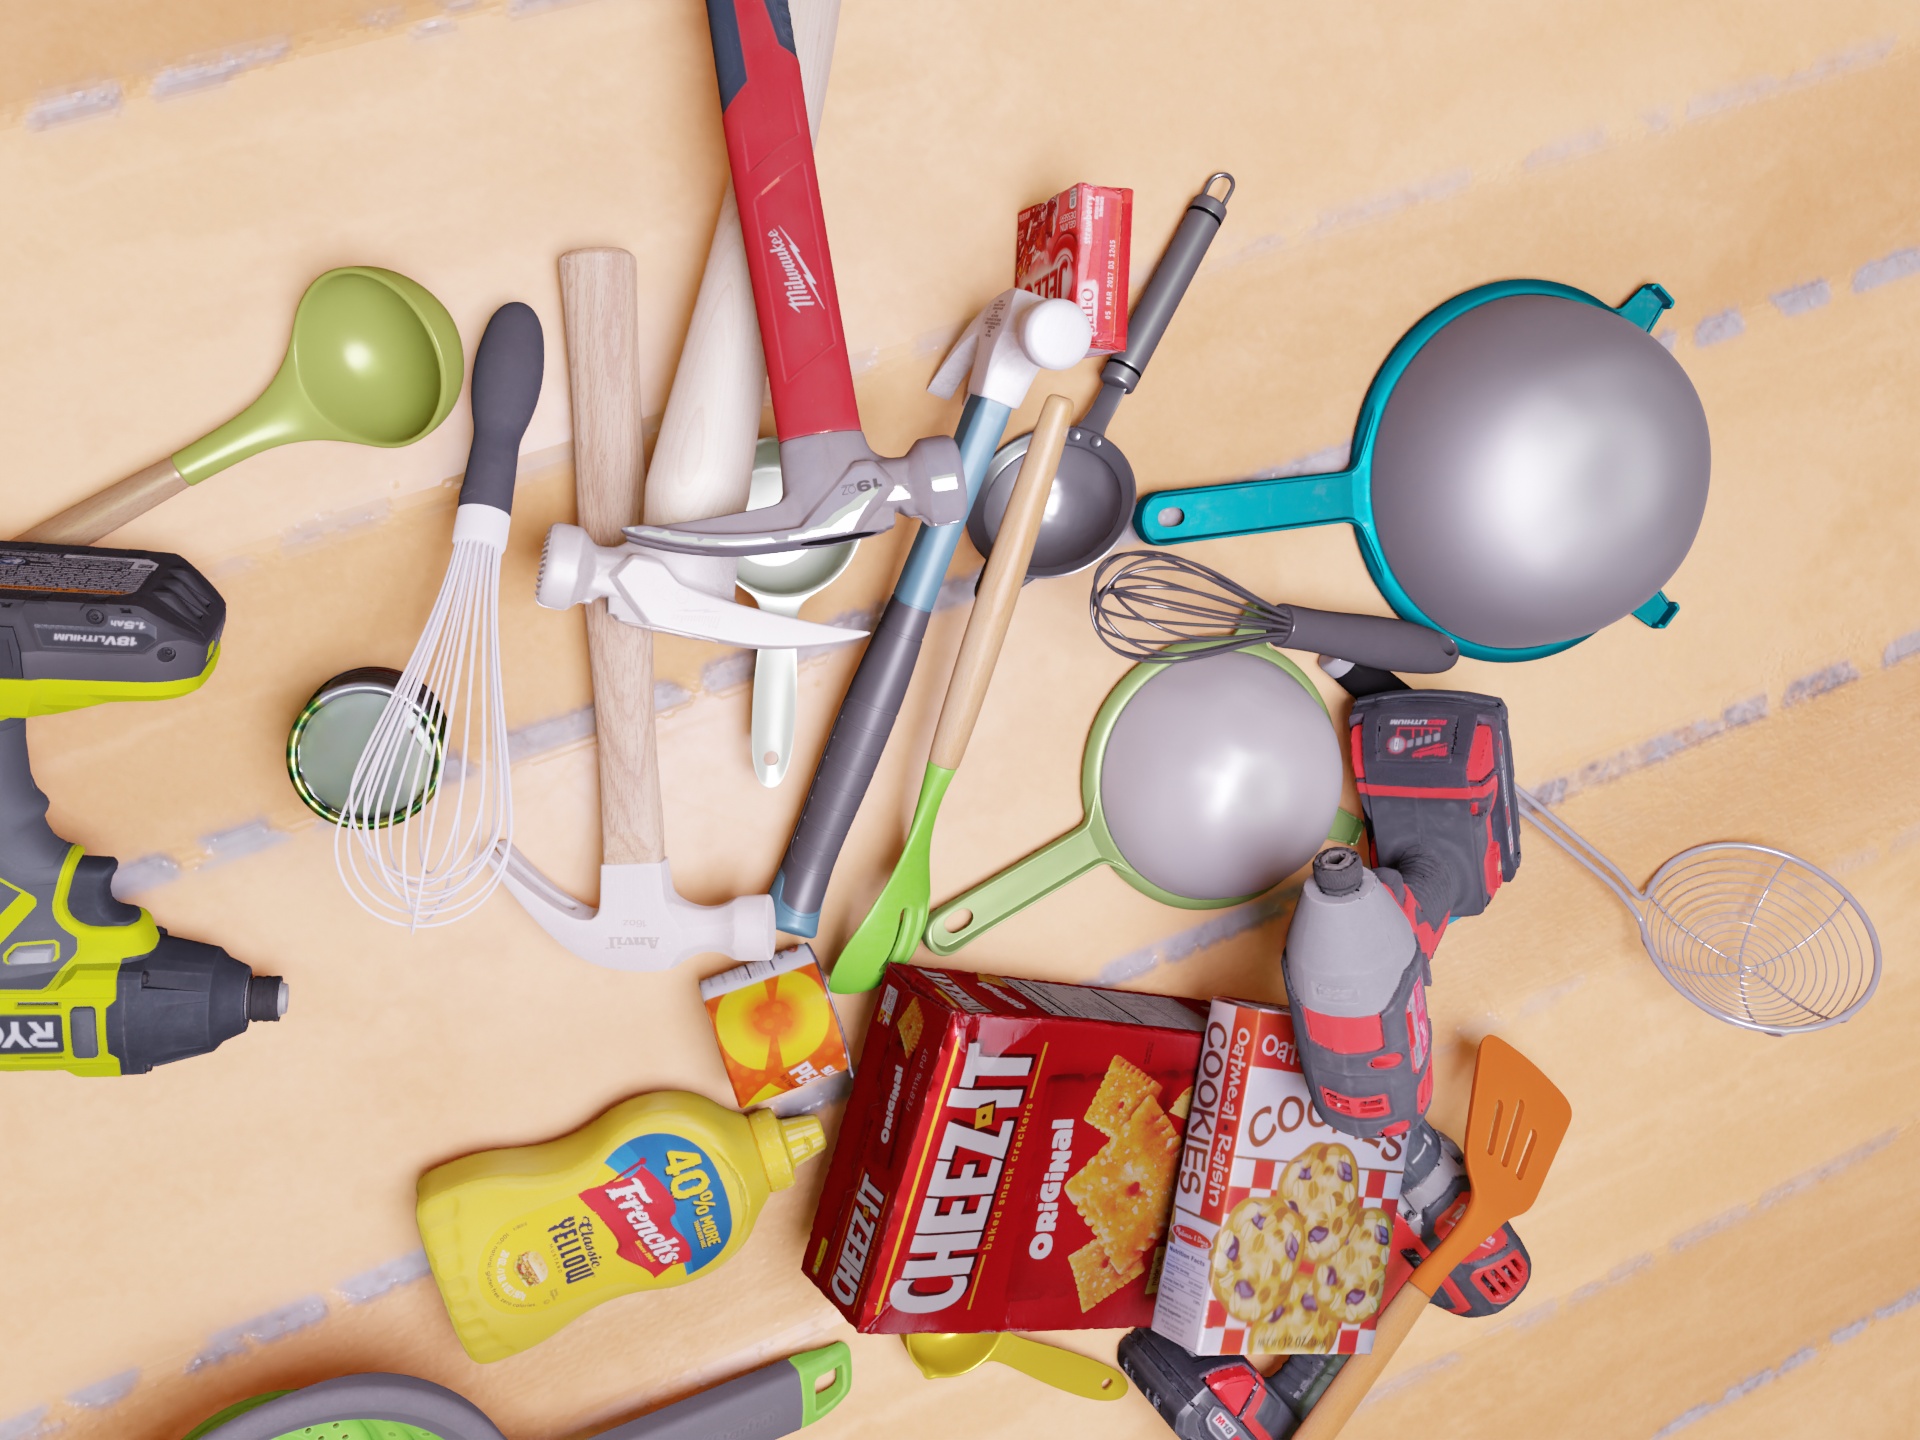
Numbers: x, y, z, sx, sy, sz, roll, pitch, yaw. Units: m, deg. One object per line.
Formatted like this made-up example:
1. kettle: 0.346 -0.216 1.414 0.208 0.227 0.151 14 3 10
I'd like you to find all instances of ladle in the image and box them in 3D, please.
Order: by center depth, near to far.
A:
1. ladle: -0.357 -0.093 0.671 0.320 0.062 0.078 -31 102 -7

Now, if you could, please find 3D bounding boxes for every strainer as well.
1. strainer: 0.078 -0.164 0.797 0.087 0.050 0.258 25 84 25
2. strainer: 0.099 0.057 0.821 0.256 0.069 0.151 -29 105 -12
3. strainer: 0.262 -0.122 0.829 0.340 0.095 0.211 -9 101 -16

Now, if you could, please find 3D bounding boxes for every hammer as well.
1. hammer: -0.099 -0.263 0.666 0.143 0.038 0.386 -10 89 -7
2. hammer: -0.078 -0.237 0.713 0.146 0.038 0.411 11 87 -18
3. hammer: -0.160 -0.048 0.737 0.130 0.031 0.331 -3 95 2
4. hammer: -0.028 -0.043 0.755 0.033 0.128 0.331 19 102 -18

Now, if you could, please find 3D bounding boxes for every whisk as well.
1. whisk: -0.209 -0.051 0.676 0.070 0.070 0.285 10 74 -18
2. whisk: 0.165 -0.046 0.806 0.238 0.055 0.055 7 97 -28

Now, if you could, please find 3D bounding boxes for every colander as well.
1. colander: -0.242 0.366 0.768 0.397 0.095 0.204 -9 106 -33

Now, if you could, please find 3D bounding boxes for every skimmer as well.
1. skimmer: 0.359 0.053 0.888 0.363 0.090 0.127 35 54 -16

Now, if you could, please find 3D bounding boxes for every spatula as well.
1. spatula: 0.226 0.320 0.851 0.081 0.041 0.322 40 84 -19

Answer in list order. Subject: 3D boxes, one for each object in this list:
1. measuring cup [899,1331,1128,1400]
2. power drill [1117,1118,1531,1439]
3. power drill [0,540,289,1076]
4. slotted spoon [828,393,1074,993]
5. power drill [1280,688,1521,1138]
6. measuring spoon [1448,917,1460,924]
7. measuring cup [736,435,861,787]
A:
1. measuring cup: 0.030 0.341 0.872 0.156 0.029 0.062 32 89 -28
2. power drill: 0.197 0.310 0.888 0.227 0.080 0.187 -41 107 -10
3. power drill: -0.373 0.044 0.663 0.171 0.080 0.223 3 112 -16
4. slotted spoon: -0.001 -0.002 0.758 0.031 0.070 0.313 24 107 19
5. power drill: 0.212 0.079 0.775 0.220 0.078 0.143 -50 132 -48
6. measuring spoon: 0.240 0.117 0.904 0.128 0.021 0.042 -16 102 -23
7. measuring cup: -0.090 -0.053 0.766 0.083 0.038 0.167 1 100 -17
